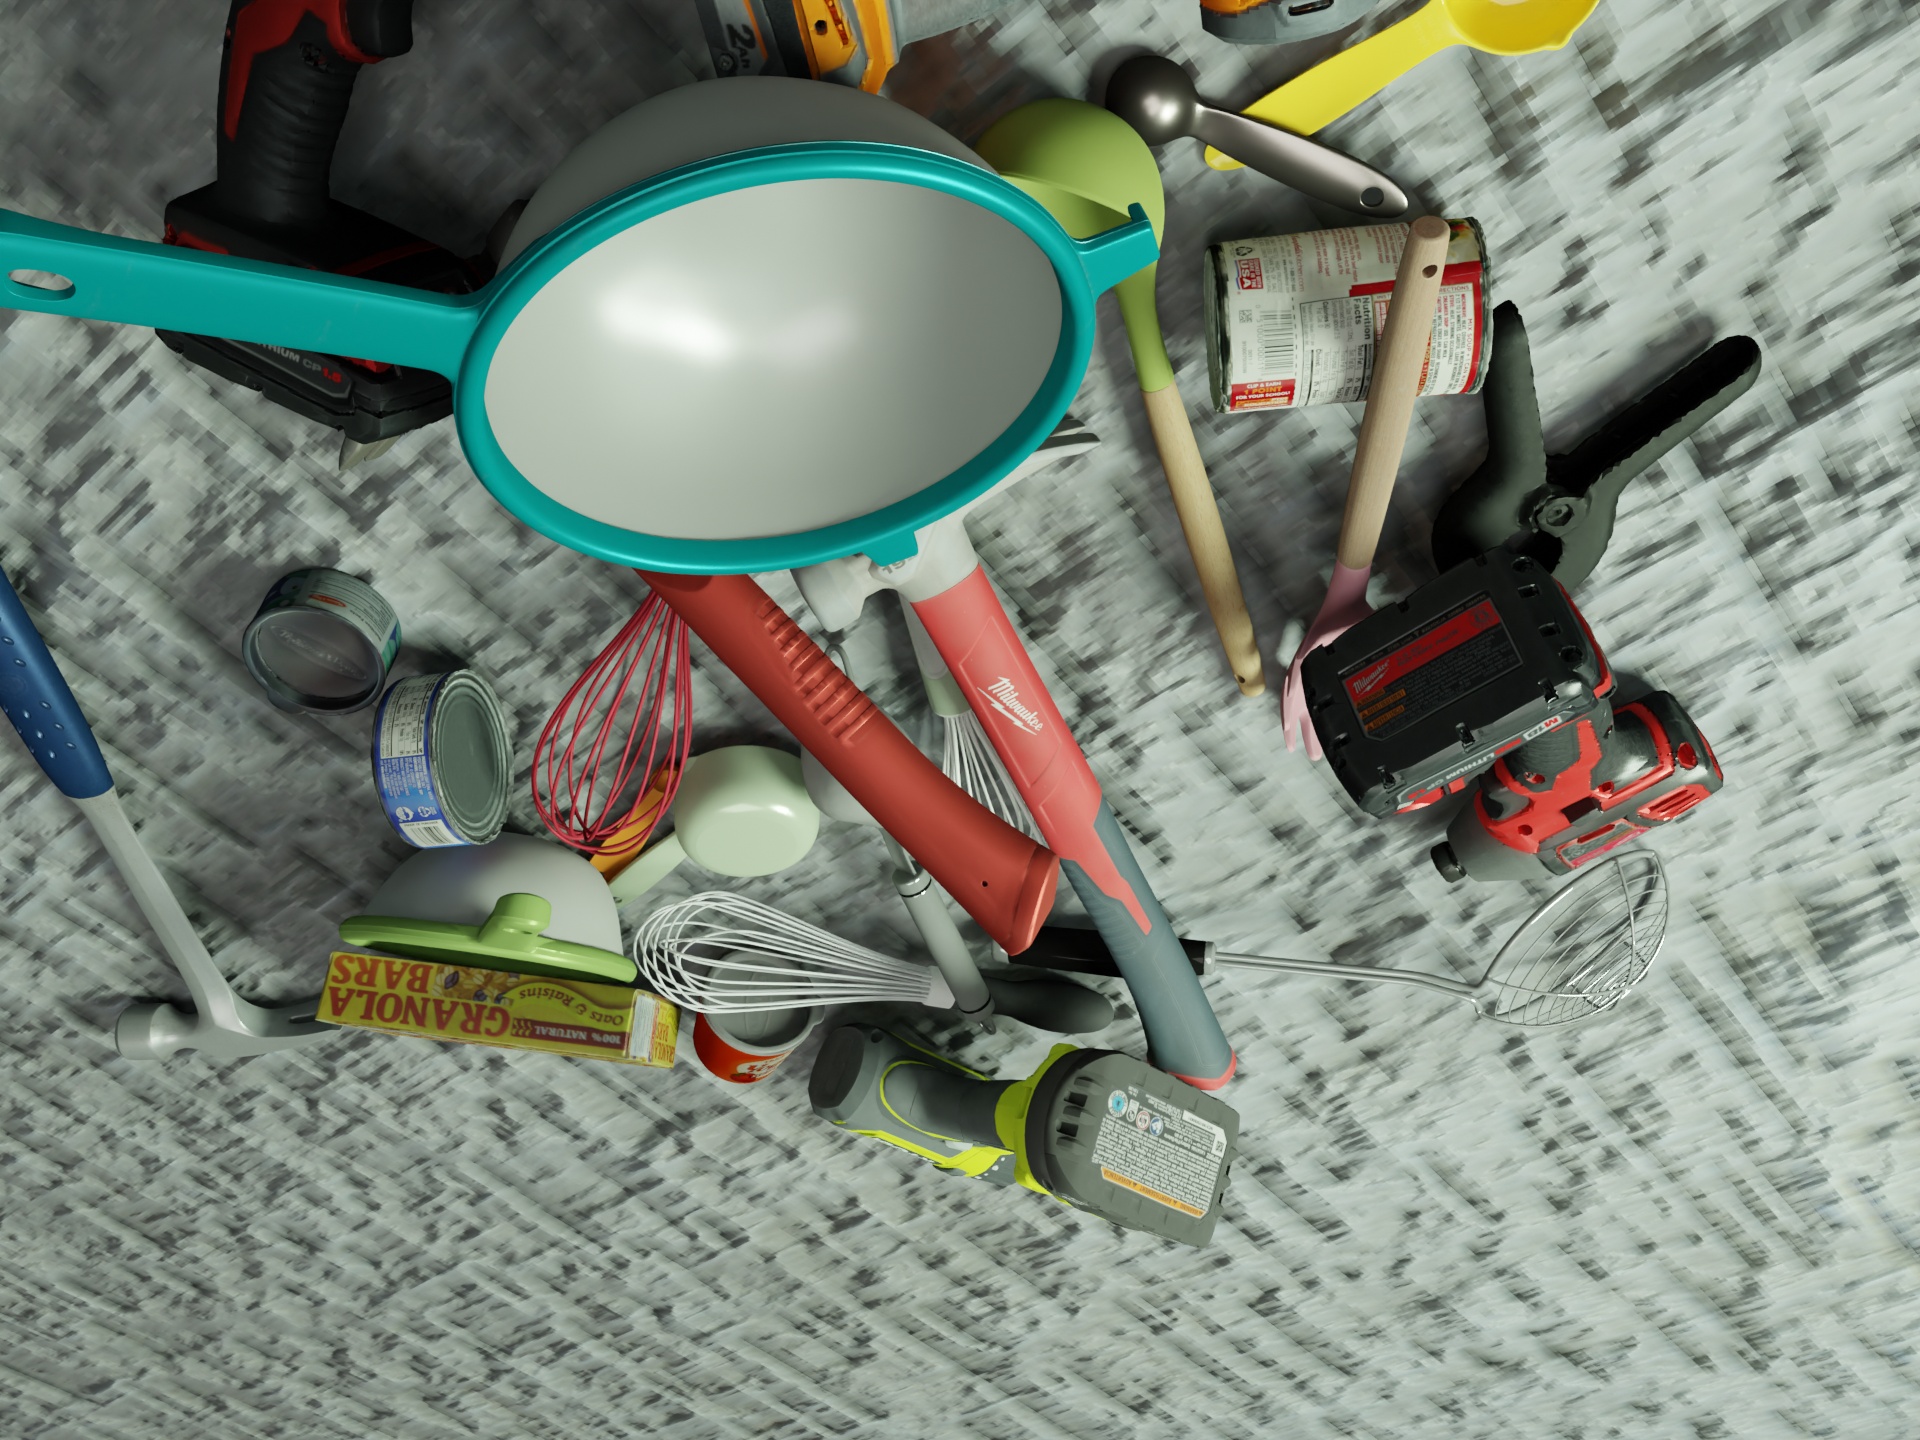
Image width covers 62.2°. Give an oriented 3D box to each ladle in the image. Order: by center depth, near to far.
[{"bbox_3d":[0.082,-0.115,0.675,0.062,0.078,0.319,-45,134,-20],"label":"ladle"}]

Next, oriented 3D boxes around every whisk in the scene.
[{"bbox_3d":[-0.136,-0.049,0.734,0.073,0.073,0.295,18,123,-14],"label":"whisk"},{"bbox_3d":[-0.001,-0.002,0.779,0.058,0.059,0.246,9,132,31],"label":"whisk"},{"bbox_3d":[-0.042,0.144,0.896,0.284,0.070,0.070,12,130,-18],"label":"whisk"}]

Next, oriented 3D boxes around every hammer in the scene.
[{"bbox_3d":[-0.098,-0.035,0.665,0.359,0.037,0.149,46,119,-3],"label":"hammer"},{"bbox_3d":[0.070,0.041,0.775,0.143,0.038,0.385,-29,121,1],"label":"hammer"},{"bbox_3d":[-0.443,0.042,0.828,0.144,0.035,0.405,-3,130,4],"label":"hammer"}]

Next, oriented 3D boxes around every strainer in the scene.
[{"bbox_3d":[-0.122,-0.145,0.508,0.340,0.095,0.211,2,151,-31],"label":"strainer"},{"bbox_3d":[-0.223,0.083,0.785,0.151,0.069,0.256,12,164,-18],"label":"strainer"},{"bbox_3d":[-0.029,0.077,0.821,0.087,0.050,0.258,11,136,43],"label":"strainer"}]

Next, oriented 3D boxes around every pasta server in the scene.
[{"bbox_3d":[0.170,-0.078,0.660,0.060,0.040,0.316,-12,149,-2],"label":"pasta server"}]

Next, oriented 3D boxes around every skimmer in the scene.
[{"bbox_3d":[0.202,0.113,0.883,0.363,0.090,0.127,3,142,12],"label":"skimmer"}]

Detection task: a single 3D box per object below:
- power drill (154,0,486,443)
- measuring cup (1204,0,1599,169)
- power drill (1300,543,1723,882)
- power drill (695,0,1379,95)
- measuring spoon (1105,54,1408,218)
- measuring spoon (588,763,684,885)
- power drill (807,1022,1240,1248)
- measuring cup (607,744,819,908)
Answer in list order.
[{"bbox_3d":[-0.194,-0.213,0.542,0.188,0.080,0.226,25,126,12],"label":"power drill"},{"bbox_3d":[0.158,-0.250,0.583,0.156,0.029,0.062,-23,125,34],"label":"measuring cup"},{"bbox_3d":[0.255,0.016,0.739,0.143,0.079,0.219,-32,144,25],"label":"power drill"},{"bbox_3d":[0.019,-0.289,0.512,0.226,0.084,0.164,-11,129,5],"label":"power drill"},{"bbox_3d":[0.112,-0.214,0.600,0.124,0.018,0.034,21,139,-5],"label":"measuring spoon"},{"bbox_3d":[-0.178,0.058,0.857,0.021,0.011,0.117,19,132,-28],"label":"measuring spoon"},{"bbox_3d":[0.045,0.236,0.908,0.190,0.080,0.228,31,157,-30],"label":"power drill"},{"bbox_3d":[-0.141,0.073,0.841,0.083,0.038,0.167,30,127,-36],"label":"measuring cup"}]
